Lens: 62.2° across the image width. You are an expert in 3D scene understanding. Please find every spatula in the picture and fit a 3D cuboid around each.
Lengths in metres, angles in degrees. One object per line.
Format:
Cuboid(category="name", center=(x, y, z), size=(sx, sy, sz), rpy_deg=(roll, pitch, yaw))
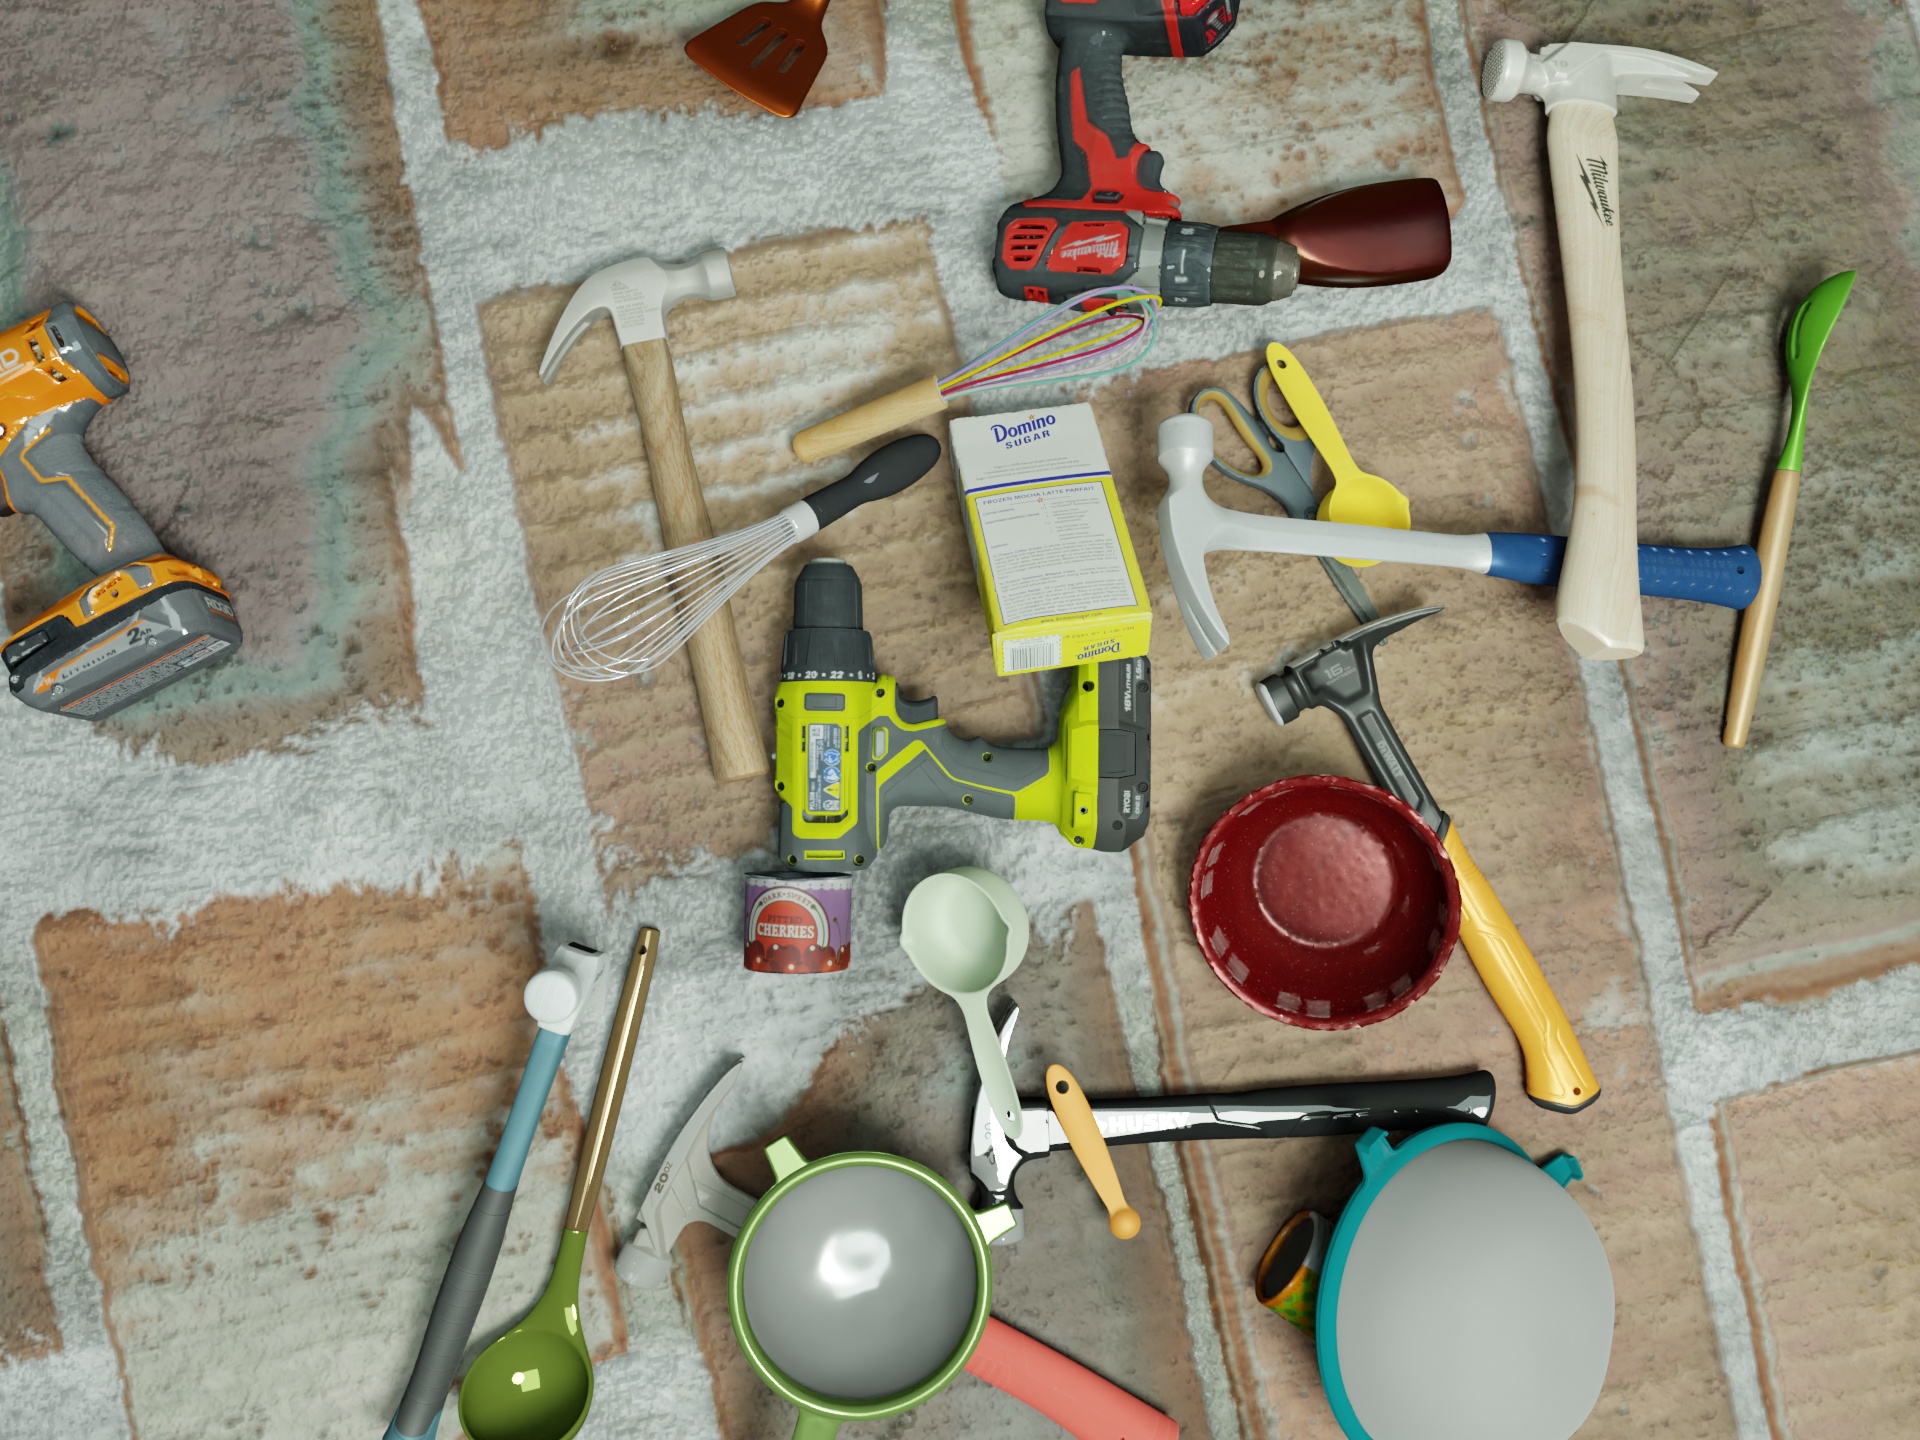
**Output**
Cuboid(category="spatula", center=(-0.055, -0.523, 1.014), size=(0.081, 0.041, 0.322), rpy_deg=(33, 85, -1))

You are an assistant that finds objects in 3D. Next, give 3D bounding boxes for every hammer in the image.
Cuboid(category="hammer", center=(-0.024, 0.354, 0.981), size=(0.359, 0.036, 0.149), rpy_deg=(29, 86, -2))
Cuboid(category="hammer", center=(0.410, -0.238, 0.998), size=(0.146, 0.038, 0.411), rpy_deg=(4, 77, -4))
Cuboid(category="hammer", center=(0.171, 0.242, 0.999), size=(0.334, 0.035, 0.146), rpy_deg=(-3, 88, -4))
Cuboid(category="hammer", center=(-0.276, 0.284, 0.938), size=(0.033, 0.128, 0.331), rpy_deg=(20, 95, -2))
Cuboid(category="hammer", center=(-0.175, -0.124, 0.994), size=(0.130, 0.031, 0.331), rpy_deg=(-13, 89, -4))
Cuboid(category="hammer", center=(0.321, 0.094, 1.013), size=(0.127, 0.034, 0.337), rpy_deg=(-28, 90, 1))
Cuboid(category="hammer", center=(0.314, -0.098, 0.984), size=(0.405, 0.035, 0.144), rpy_deg=(3, 76, -14))

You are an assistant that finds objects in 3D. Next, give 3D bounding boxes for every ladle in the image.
Cuboid(category="ladle", center=(-0.230, 0.283, 0.962), size=(0.078, 0.062, 0.320), rpy_deg=(12, 84, 7))

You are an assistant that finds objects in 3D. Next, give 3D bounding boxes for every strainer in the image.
Cuboid(category="strainer", center=(-0.074, 0.371, 0.925), size=(0.151, 0.069, 0.256), rpy_deg=(18, 87, -4))
Cuboid(category="strainer", center=(0.305, 0.413, 0.924), size=(0.210, 0.095, 0.340), rpy_deg=(15, 80, -30))

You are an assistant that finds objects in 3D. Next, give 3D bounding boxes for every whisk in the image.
Cuboid(category="whisk", center=(-0.123, -0.104, 0.958), size=(0.284, 0.070, 0.070), rpy_deg=(-33, 90, -23))
Cuboid(category="whisk", center=(0.009, -0.209, 0.979), size=(0.245, 0.047, 0.051), rpy_deg=(-19, 112, 15))

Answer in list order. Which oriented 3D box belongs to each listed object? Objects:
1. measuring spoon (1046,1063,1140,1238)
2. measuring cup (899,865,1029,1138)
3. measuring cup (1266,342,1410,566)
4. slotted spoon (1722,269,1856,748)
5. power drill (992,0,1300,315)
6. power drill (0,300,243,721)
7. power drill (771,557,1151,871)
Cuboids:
Cuboid(category="measuring spoon", center=(0.080, 0.263, 0.969), size=(0.021, 0.011, 0.117), rpy_deg=(-25, 91, -4))
Cuboid(category="measuring cup", center=(0.018, 0.169, 0.965), size=(0.083, 0.038, 0.167), rpy_deg=(-14, 94, 34))
Cuboid(category="measuring cup", center=(0.231, -0.168, 1.013), size=(0.062, 0.029, 0.156), rpy_deg=(-25, 83, -19))
Cuboid(category="slotted spoon", center=(0.532, -0.137, 1.034), size=(0.031, 0.070, 0.314), rpy_deg=(11, 92, 16))
Cuboid(category="power drill", center=(0.125, -0.362, 0.983), size=(0.188, 0.080, 0.227), rpy_deg=(8, 89, 14))
Cuboid(category="power drill", center=(-0.549, -0.117, 0.947), size=(0.164, 0.084, 0.226), rpy_deg=(-28, 85, -4))
Cuboid(category="power drill", center=(-0.002, -0.003, 0.979), size=(0.228, 0.080, 0.190), rpy_deg=(1, 89, -1))
